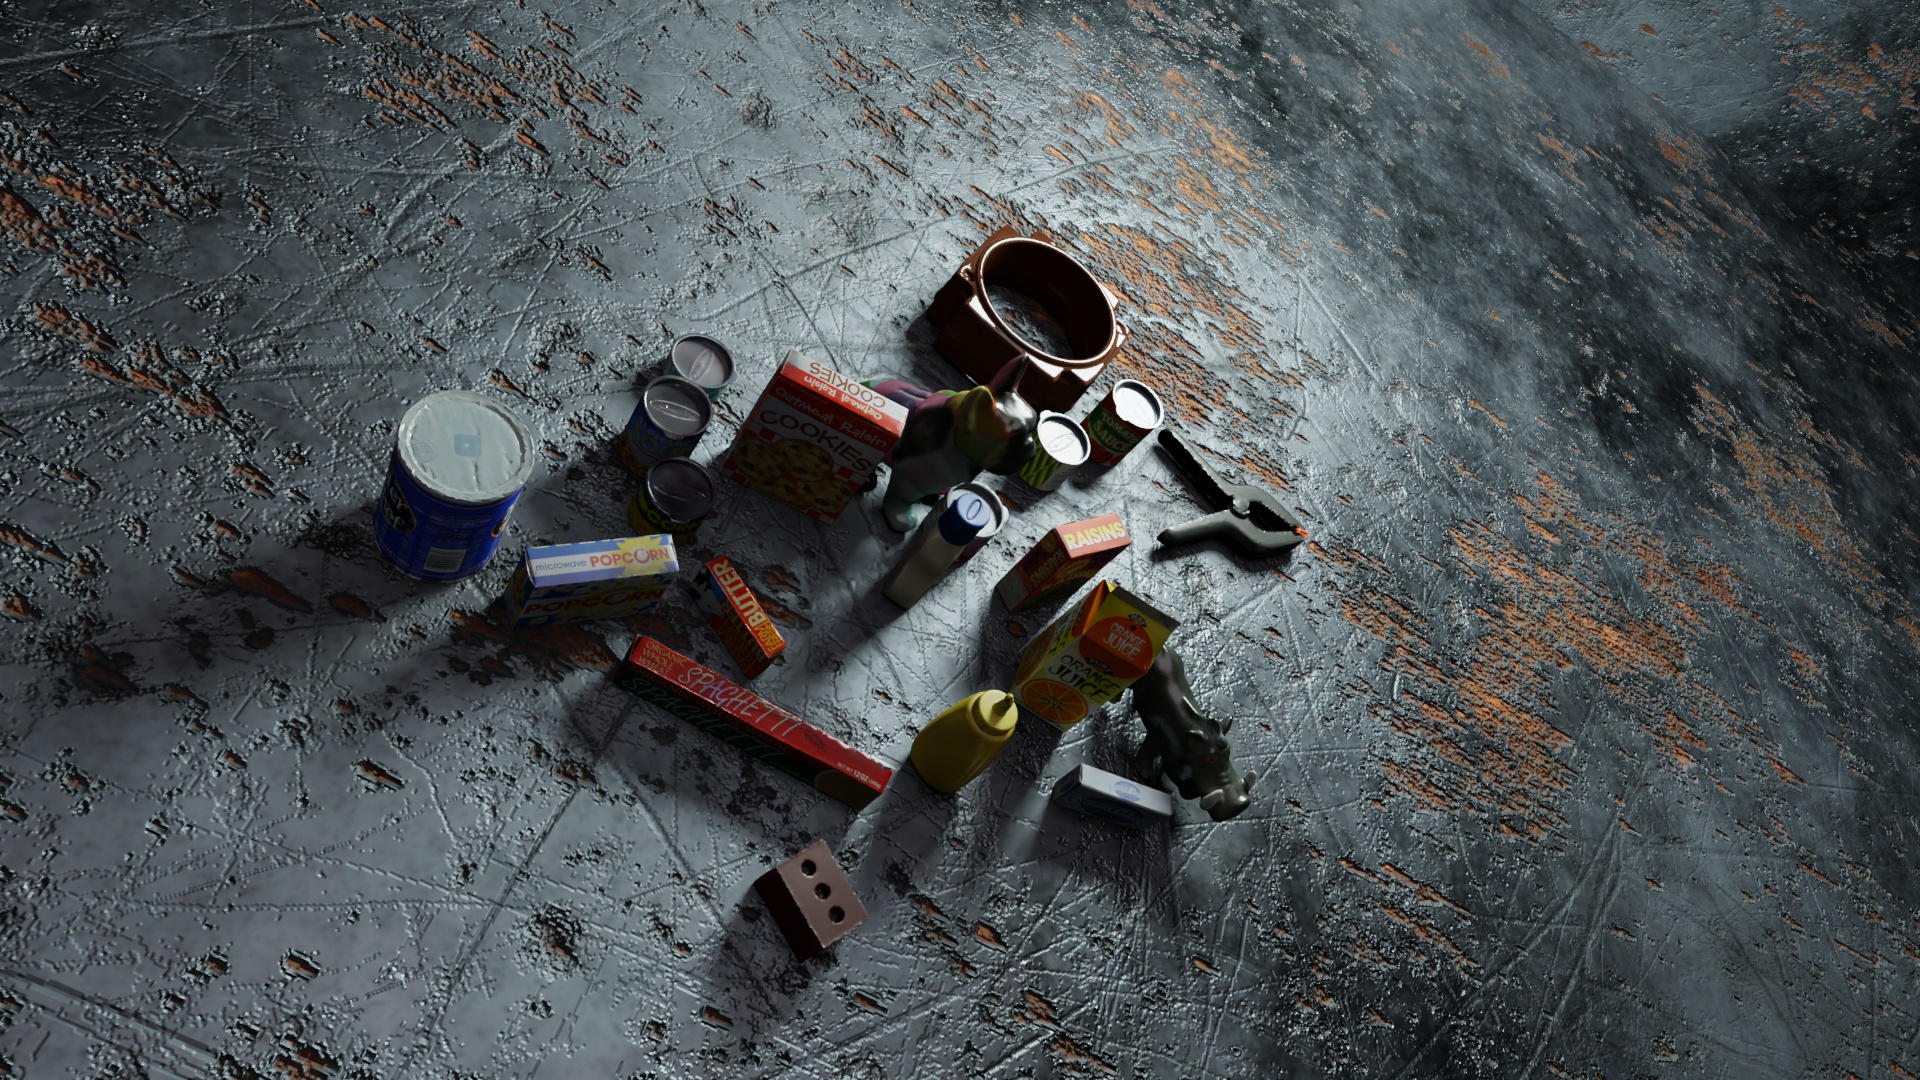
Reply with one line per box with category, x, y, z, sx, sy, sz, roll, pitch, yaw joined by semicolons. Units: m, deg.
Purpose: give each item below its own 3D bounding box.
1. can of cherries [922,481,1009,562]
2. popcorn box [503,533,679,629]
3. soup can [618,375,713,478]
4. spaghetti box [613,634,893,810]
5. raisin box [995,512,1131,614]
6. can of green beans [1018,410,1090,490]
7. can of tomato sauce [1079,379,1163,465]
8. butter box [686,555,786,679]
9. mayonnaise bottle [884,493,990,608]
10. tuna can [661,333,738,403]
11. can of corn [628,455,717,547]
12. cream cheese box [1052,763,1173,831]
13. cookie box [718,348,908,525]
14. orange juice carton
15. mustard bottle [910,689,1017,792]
can of cherries;0.005;-0.018;1.413;0.071;0.058;0.072;15;54;-22
popcorn box;-0.312;0.035;1.172;0.127;0.084;0.038;-7;65;-34
soup can;-0.274;-0.100;1.282;0.071;0.083;0.072;15;54;-22
spaghetti box;-0.178;0.159;1.195;0.250;0.050;0.029;30;50;-11
raisin box;0.103;0.023;1.402;0.086;0.122;0.040;-12;68;-36
can of green beans;0.099;-0.096;1.520;0.071;0.057;0.071;15;54;-22
can of tomato sauce;0.179;-0.131;1.574;0.071;0.082;0.071;15;54;-22
butter box;-0.199;0.069;1.238;0.024;0.053;0.103;-28;78;-40
mayonnaise bottle;-0.021;0.008;1.321;0.041;0.147;0.065;37;49;-6
tuna can;-0.256;-0.167;1.370;0.071;0.032;0.071;15;54;-22
can of corn;-0.262;-0.032;1.262;0.071;0.058;0.071;15;54;-22
cream cheese box;0.146;0.248;1.330;0.104;0.053;0.024;22;52;-18
cookie box;-0.140;-0.092;1.302;0.123;0.166;0.040;26;51;-14
orange juice carton;0.128;0.103;1.320;0.072;0.191;0.073;33;50;-9
mustard bottle;0.012;0.170;1.229;0.065;0.159;0.049;50;49;6
